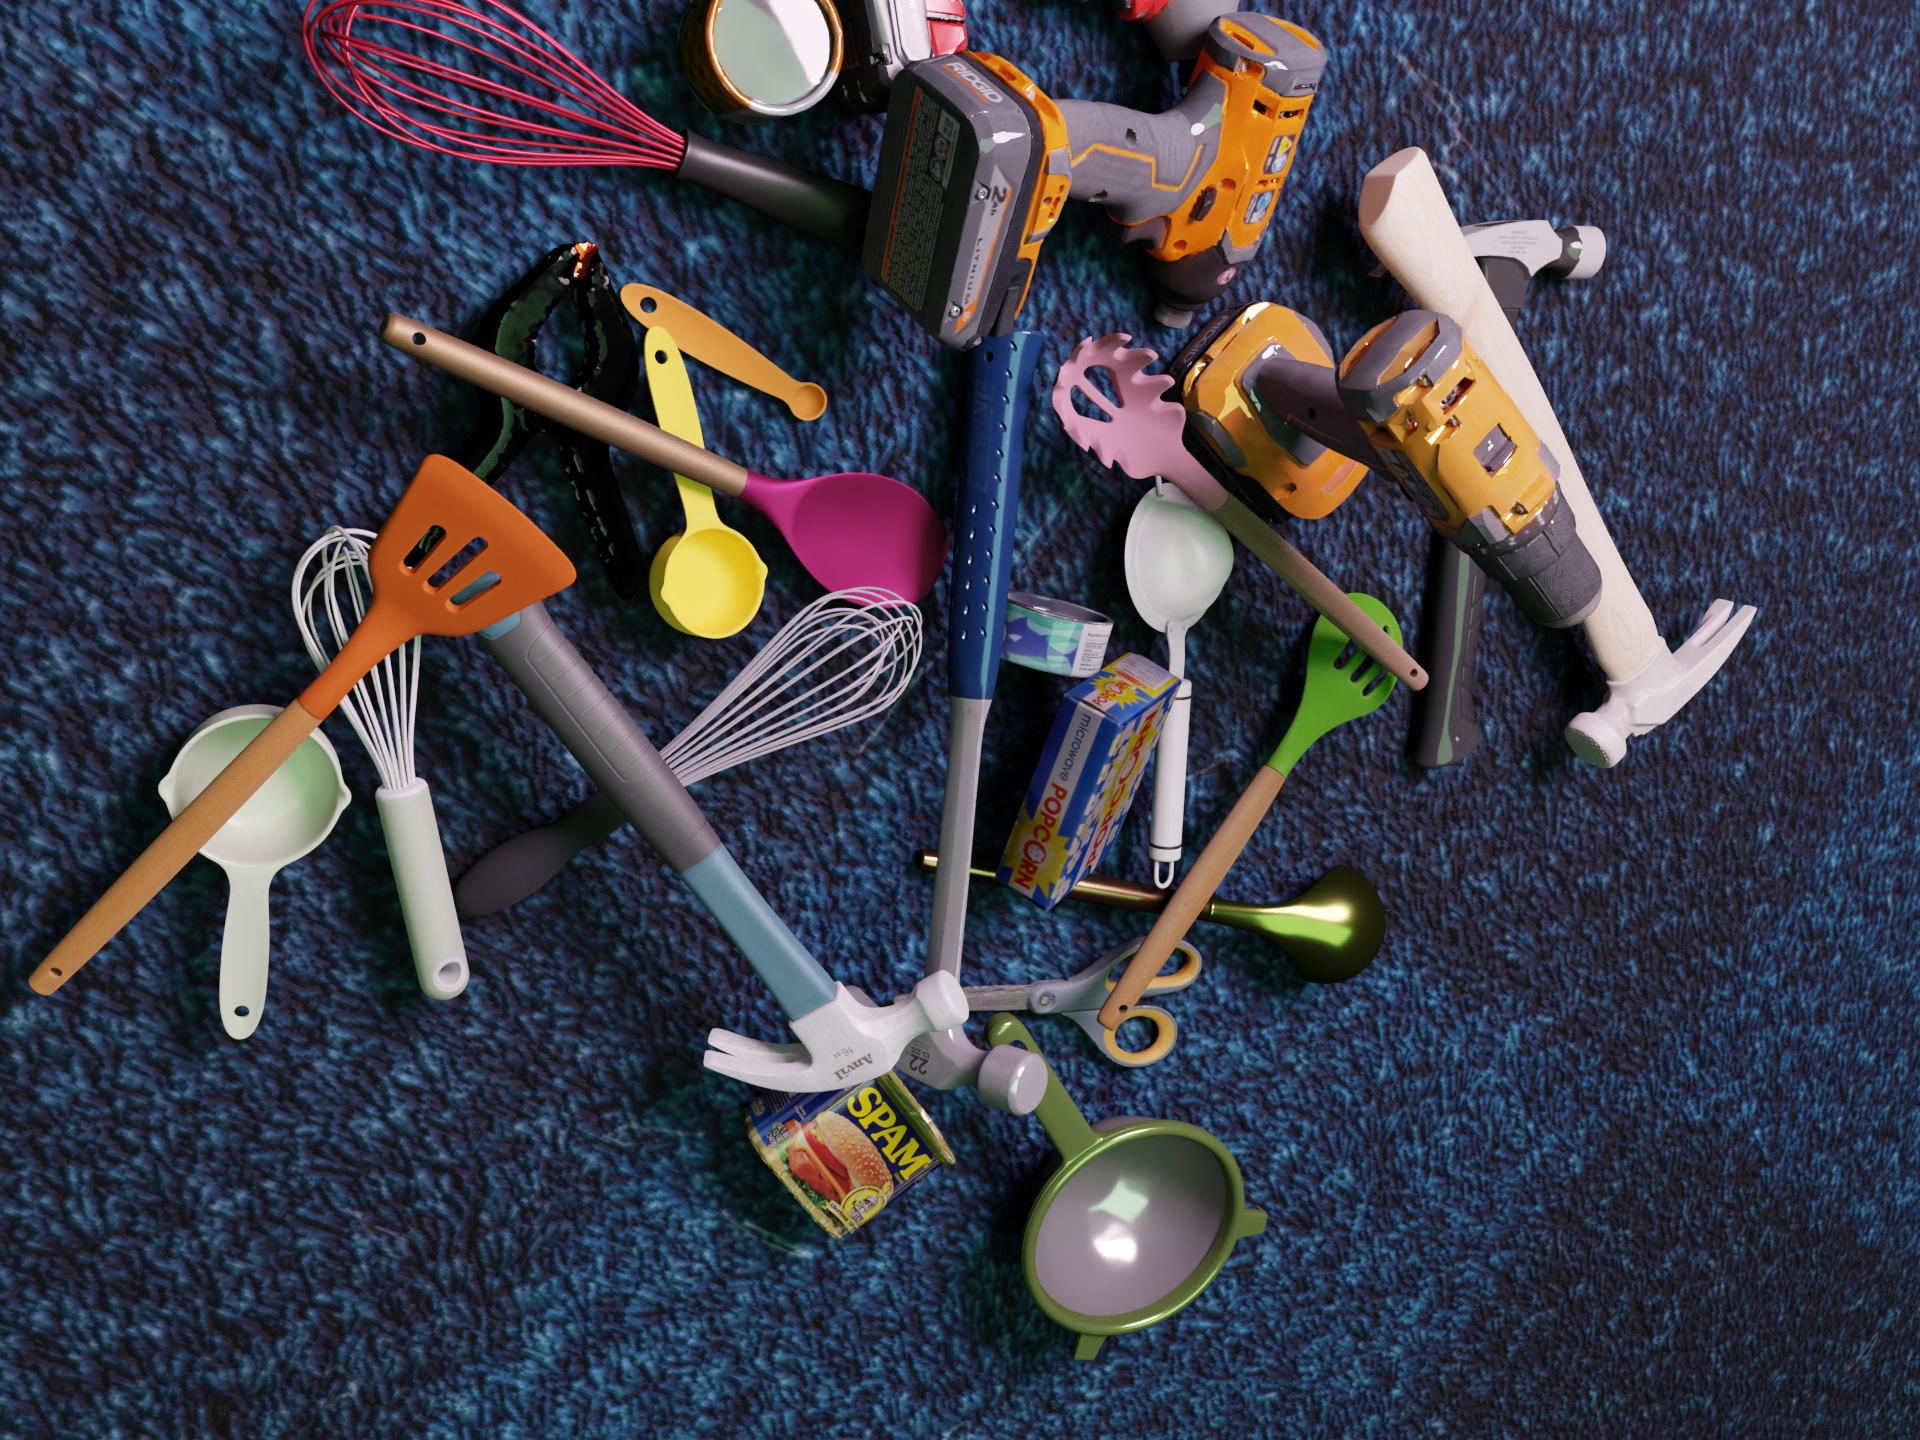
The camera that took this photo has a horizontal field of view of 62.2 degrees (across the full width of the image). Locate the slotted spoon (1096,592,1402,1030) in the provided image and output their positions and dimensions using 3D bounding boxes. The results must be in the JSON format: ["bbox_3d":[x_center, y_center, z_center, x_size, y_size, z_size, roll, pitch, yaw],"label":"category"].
[{"bbox_3d":[0.175,0.053,0.950,0.070,0.031,0.314,39,80,-20],"label":"slotted spoon"}]

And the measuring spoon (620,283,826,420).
[{"bbox_3d":[-0.118,-0.186,0.800,0.116,0.011,0.021,28,104,-23],"label":"measuring spoon"}]

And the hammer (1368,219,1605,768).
[{"bbox_3d":[0.307,-0.132,0.974,0.146,0.035,0.334,-5,108,-21],"label":"hammer"}]

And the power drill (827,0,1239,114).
[{"bbox_3d":[0.039,-0.368,0.773,0.219,0.079,0.143,-20,113,-19],"label":"power drill"}]

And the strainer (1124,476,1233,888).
[{"bbox_3d":[0.126,-0.026,0.916,0.087,0.050,0.258,-10,108,-42],"label":"strainer"}]

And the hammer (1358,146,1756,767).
[{"bbox_3d":[0.352,-0.160,0.945,0.146,0.038,0.410,-42,117,-8],"label":"hammer"}]

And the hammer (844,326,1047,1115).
[{"bbox_3d":[-0.001,-0.003,0.851,0.035,0.144,0.405,-4,102,-53],"label":"hammer"}]

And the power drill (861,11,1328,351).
[{"bbox_3d":[0.068,-0.252,0.780,0.226,0.084,0.164,-20,145,-31],"label":"power drill"}]

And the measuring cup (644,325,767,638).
[{"bbox_3d":[-0.141,-0.118,0.802,0.062,0.029,0.156,-19,103,-35],"label":"measuring cup"}]

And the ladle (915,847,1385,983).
[{"bbox_3d":[0.122,0.108,0.974,0.320,0.062,0.078,11,97,-18],"label":"ladle"}]

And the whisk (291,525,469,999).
[{"bbox_3d":[-0.274,0.026,0.773,0.058,0.059,0.246,-21,114,-38],"label":"whisk"}]

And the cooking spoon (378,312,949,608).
[{"bbox_3d":[-0.129,-0.126,0.778,0.318,0.017,0.069,20,95,-38],"label":"cooking spoon"}]

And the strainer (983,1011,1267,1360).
[{"bbox_3d":[0.073,0.263,0.979,0.151,0.069,0.256,-34,115,-7],"label":"strainer"}]

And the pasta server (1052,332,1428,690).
[{"bbox_3d":[0.163,-0.103,0.875,0.316,0.040,0.060,36,93,-26],"label":"pasta server"}]

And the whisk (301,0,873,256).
[{"bbox_3d":[-0.149,-0.269,0.736,0.295,0.073,0.073,11,102,-31],"label":"whisk"}]

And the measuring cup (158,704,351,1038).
[{"bbox_3d":[-0.343,0.072,0.771,0.083,0.038,0.167,4,106,-23],"label":"measuring cup"}]

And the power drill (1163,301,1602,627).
[{"bbox_3d":[0.222,-0.135,0.830,0.084,0.226,0.185,-48,117,-3],"label":"power drill"}]

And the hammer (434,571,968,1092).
[{"bbox_3d":[-0.136,0.056,0.784,0.128,0.033,0.330,-31,110,11],"label":"hammer"}]

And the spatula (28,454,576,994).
[{"bbox_3d":[-0.309,0.014,0.712,0.322,0.041,0.081,-44,115,5],"label":"spatula"}]

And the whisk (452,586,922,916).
[{"bbox_3d":[-0.141,0.021,0.821,0.284,0.070,0.070,-33,115,0],"label":"whisk"}]
